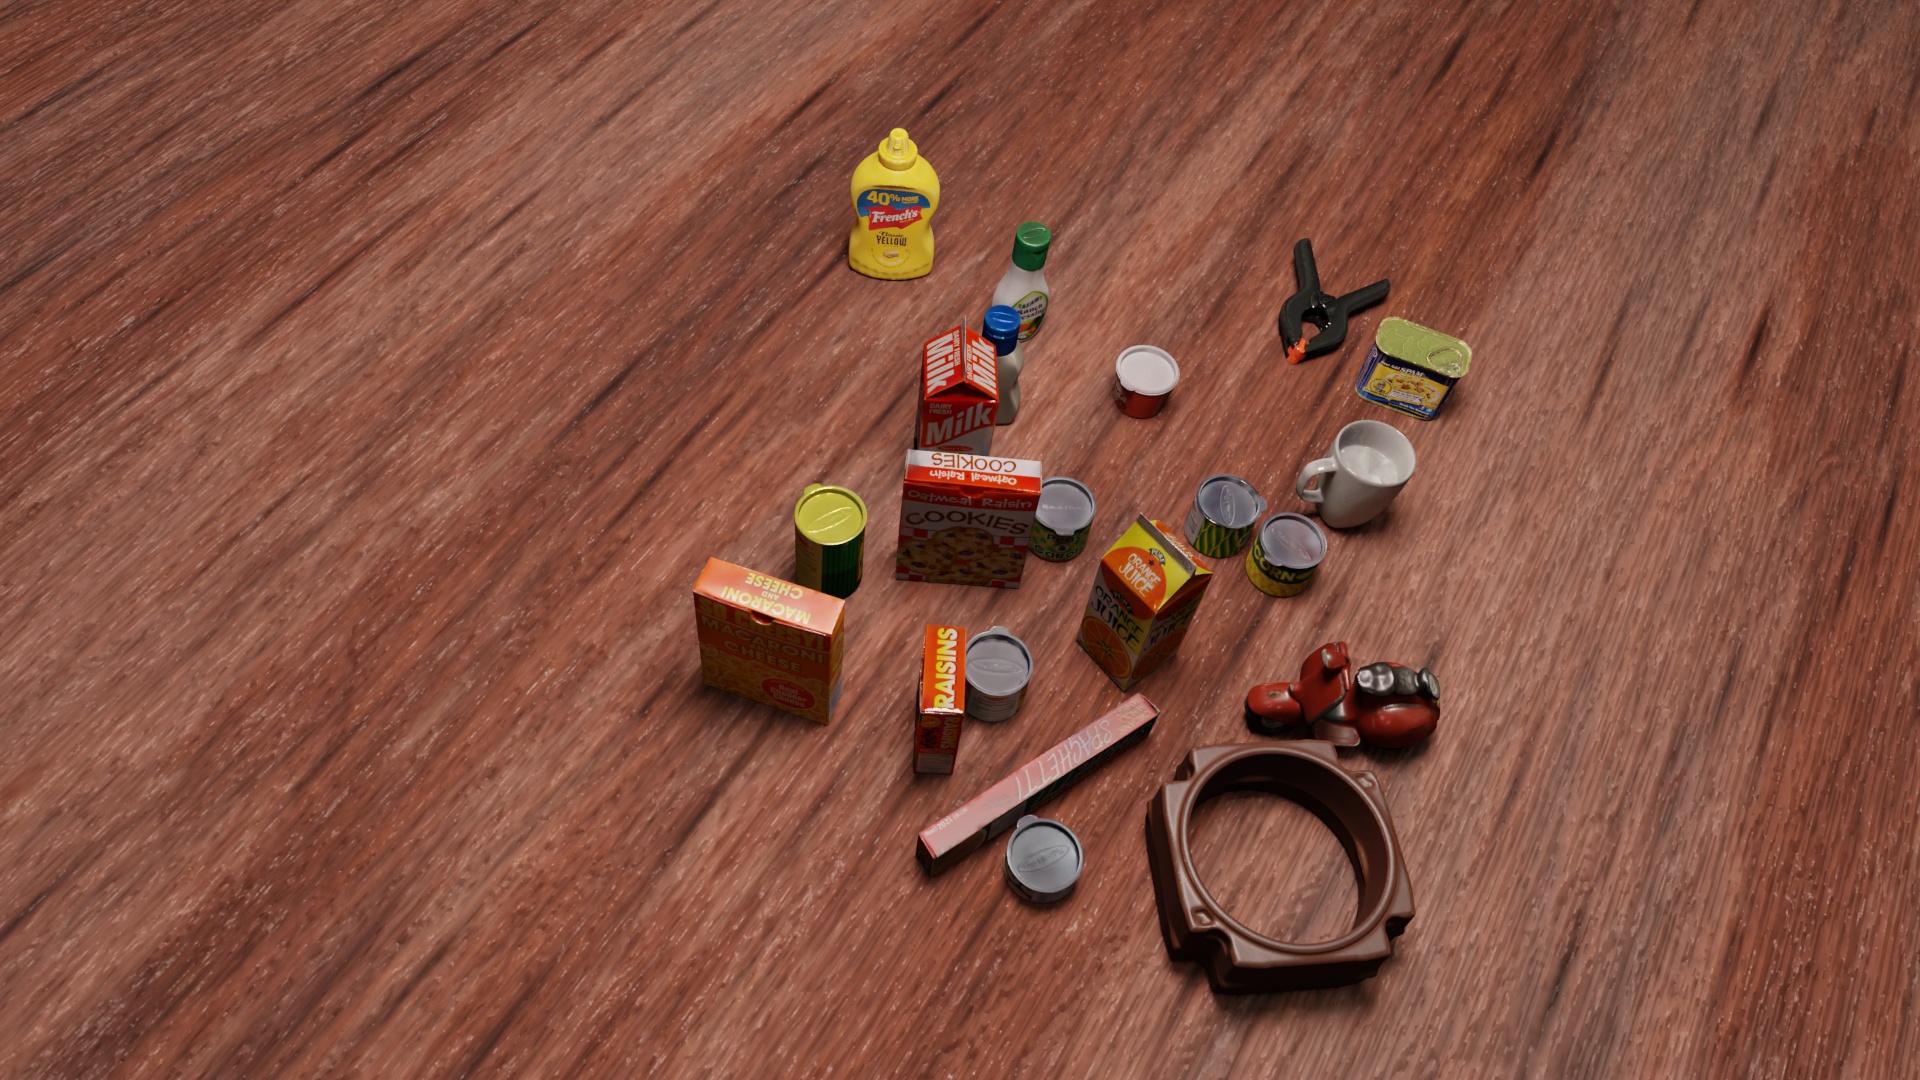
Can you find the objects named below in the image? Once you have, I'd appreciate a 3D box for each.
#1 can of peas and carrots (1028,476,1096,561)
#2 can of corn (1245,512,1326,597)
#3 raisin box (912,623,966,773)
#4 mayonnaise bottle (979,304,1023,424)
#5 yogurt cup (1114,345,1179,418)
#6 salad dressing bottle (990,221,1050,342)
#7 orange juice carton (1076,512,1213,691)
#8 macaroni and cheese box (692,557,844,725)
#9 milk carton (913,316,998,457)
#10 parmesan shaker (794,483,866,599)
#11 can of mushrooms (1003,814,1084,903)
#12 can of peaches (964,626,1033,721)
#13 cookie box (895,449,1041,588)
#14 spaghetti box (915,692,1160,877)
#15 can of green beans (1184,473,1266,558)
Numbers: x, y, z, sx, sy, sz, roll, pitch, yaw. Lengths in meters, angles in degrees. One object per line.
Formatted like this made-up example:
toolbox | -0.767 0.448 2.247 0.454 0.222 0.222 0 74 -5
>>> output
can of peas and carrots | 0.098 -0.019 1.376 0.071 0.058 0.071 3 56 -4
can of corn | 0.320 0.016 1.378 0.071 0.058 0.071 3 56 -4
raisin box | -0.019 0.141 1.219 0.040 0.122 0.086 5 56 -3
mayonnaise bottle | 0.036 -0.179 1.423 0.065 0.147 0.041 11 56 1
yogurt cup | 0.196 -0.168 1.489 0.072 0.053 0.073 3 56 -4
salad dressing bottle | 0.068 -0.277 1.492 0.064 0.147 0.044 -20 61 -18
orange juice carton | 0.168 0.051 1.257 0.073 0.191 0.072 -32 65 -24
macaroni and cheese box | -0.165 0.091 1.210 0.124 0.165 0.040 18 57 5
milk carton | -0.004 -0.131 1.361 0.073 0.189 0.073 2 57 -5
parmesan shaker | -0.124 0.002 1.312 0.071 0.102 0.071 3 56 -4
can of mushrooms | 0.070 0.273 1.194 0.071 0.033 0.071 3 56 -4
can of peaches | 0.031 0.123 1.275 0.071 0.057 0.071 3 56 -4
cookie box | 0.005 -0.016 1.299 0.123 0.166 0.040 5 56 -3
spaghetti box | 0.070 0.213 1.224 0.251 0.050 0.029 -29 64 -23
can of green beans | 0.263 -0.024 1.399 0.071 0.057 0.071 3 56 -4
